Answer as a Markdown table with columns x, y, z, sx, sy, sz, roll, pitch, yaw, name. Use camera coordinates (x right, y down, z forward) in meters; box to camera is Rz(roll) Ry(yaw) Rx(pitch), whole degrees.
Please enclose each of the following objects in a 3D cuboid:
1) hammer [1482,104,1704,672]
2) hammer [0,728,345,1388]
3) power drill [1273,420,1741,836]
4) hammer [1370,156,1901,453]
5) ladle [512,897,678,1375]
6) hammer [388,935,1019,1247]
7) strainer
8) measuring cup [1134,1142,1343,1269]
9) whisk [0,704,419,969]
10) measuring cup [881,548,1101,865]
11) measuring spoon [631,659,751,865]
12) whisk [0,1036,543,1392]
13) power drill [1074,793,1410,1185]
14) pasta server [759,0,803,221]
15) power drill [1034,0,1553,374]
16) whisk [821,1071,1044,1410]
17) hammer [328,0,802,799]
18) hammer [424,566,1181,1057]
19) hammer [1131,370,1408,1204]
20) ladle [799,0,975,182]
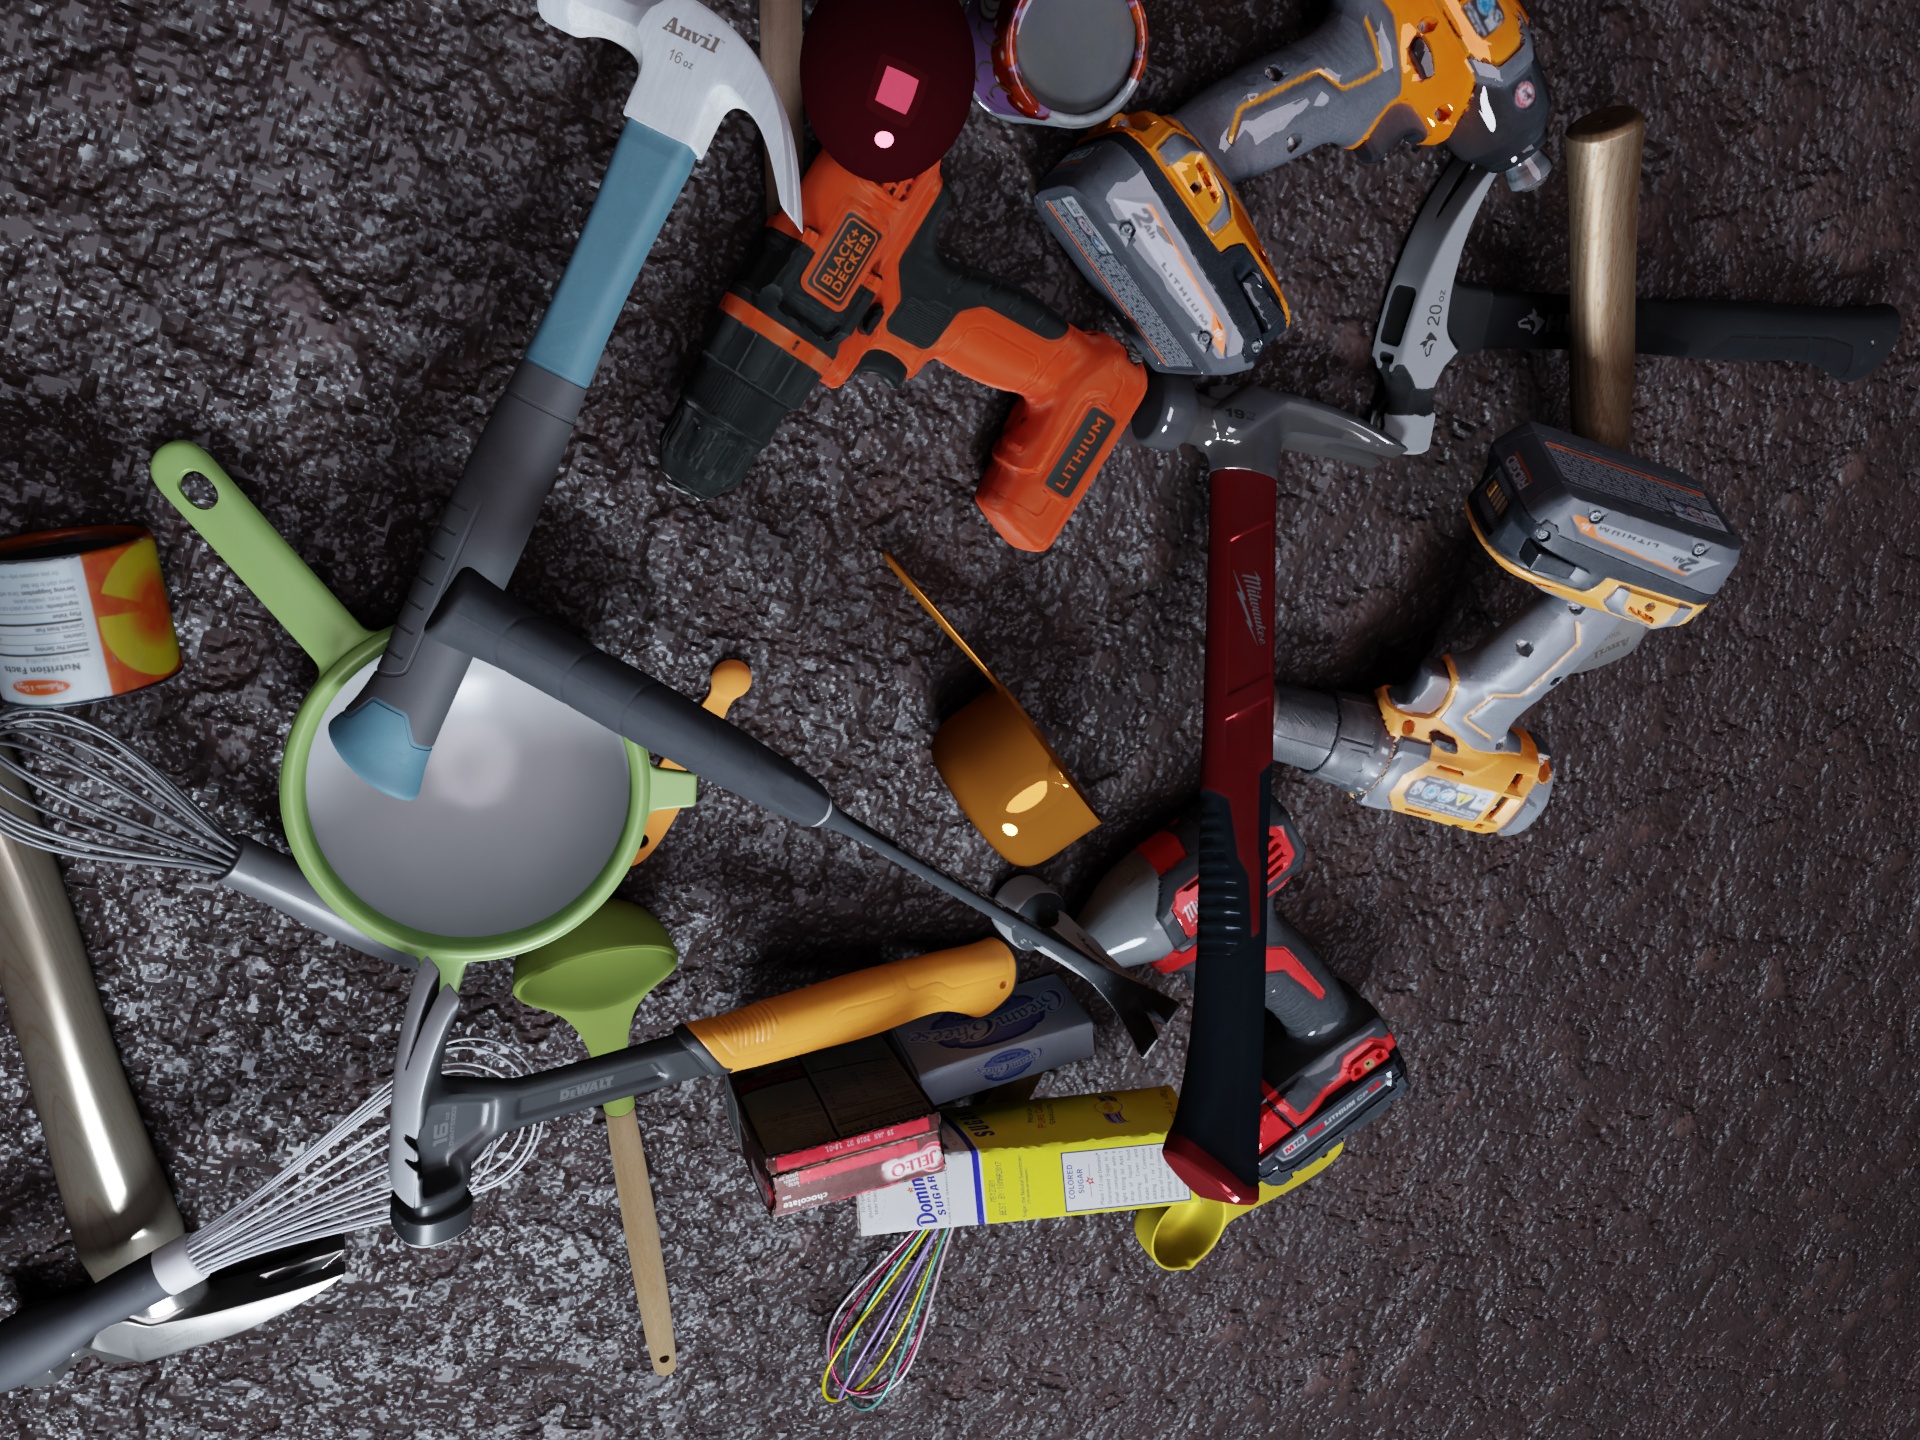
| x | y | z | sx | sy | sz | roll | pitch | yaw | name |
| --- | --- | --- | --- | --- | --- | --- | --- | --- | --- |
| 0.331 | -0.154 | 0.828 | 0.130 | 0.031 | 0.331 | -26 | 131 | -6 | hammer |
| -0.387 | 0.109 | 0.691 | 0.146 | 0.038 | 0.410 | -13 | 115 | -18 | hammer |
| 0.262 | -0.040 | 0.829 | 0.185 | 0.084 | 0.226 | 14 | 130 | -15 | power drill |
| 0.374 | -0.217 | 0.855 | 0.334 | 0.035 | 0.146 | -3 | 113 | -21 | hammer |
| -0.170 | 0.227 | 0.816 | 0.078 | 0.062 | 0.320 | -10 | 117 | -15 | ladle |
| -0.102 | 0.144 | 0.758 | 0.336 | 0.034 | 0.127 | -8 | 118 | -40 | hammer |
| -0.246 | -0.015 | 0.688 | 0.151 | 0.069 | 0.256 | -40 | 102 | -5 | strainer |
| 0.175 | 0.293 | 1.002 | 0.156 | 0.029 | 0.062 | -18 | 118 | -27 | measuring cup |
| -0.309 | 0.059 | 0.678 | 0.055 | 0.055 | 0.238 | -49 | 133 | 3 | whisk |
| -0.001 | -0.002 | 0.781 | 0.052 | 0.095 | 0.173 | -38 | 101 | 5 | measuring cup |
| -0.133 | 0.022 | 0.768 | 0.021 | 0.011 | 0.117 | 26 | 100 | -28 | measuring spoon |
| -0.322 | 0.228 | 0.719 | 0.284 | 0.070 | 0.070 | -27 | 119 | -7 | whisk |
| 0.155 | 0.151 | 0.902 | 0.143 | 0.079 | 0.219 | -34 | 117 | -5 | power drill |
| -0.070 | -0.329 | 0.631 | 0.060 | 0.040 | 0.316 | -10 | 116 | -24 | pasta server |
| 0.164 | -0.258 | 0.721 | 0.226 | 0.084 | 0.164 | -43 | 111 | -4 | power drill |
| -0.015 | 0.292 | 0.911 | 0.047 | 0.051 | 0.245 | 25 | 98 | -23 | whisk |
| -0.167 | -0.125 | 0.628 | 0.128 | 0.033 | 0.331 | 26 | 94 | 4 | hammer |
| -0.054 | 0.045 | 0.694 | 0.408 | 0.149 | 0.036 | 34 | 91 | -39 | hammer |
| 0.144 | 0.029 | 0.755 | 0.143 | 0.038 | 0.386 | 8 | 77 | -21 | hammer |
| -0.019 | -0.369 | 0.604 | 0.069 | 0.031 | 0.315 | 3 | 96 | -12 | ladle |
